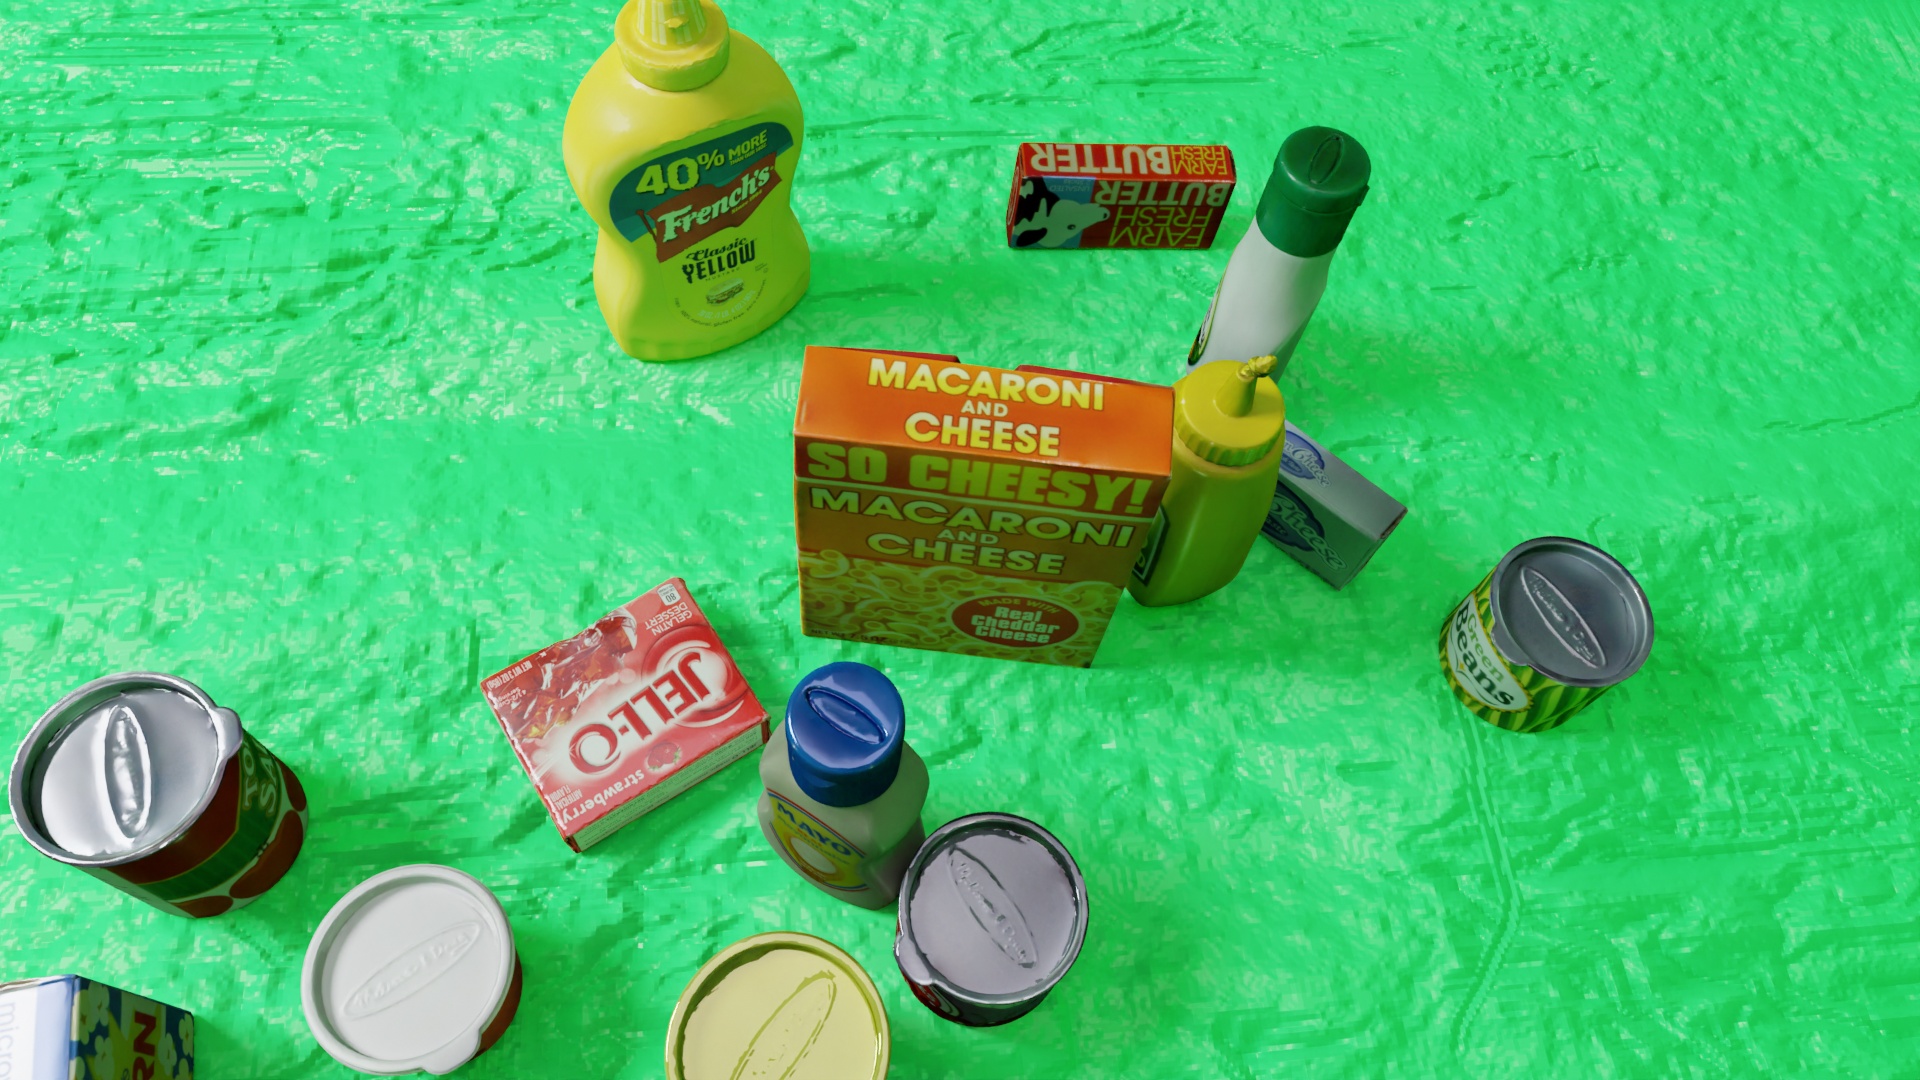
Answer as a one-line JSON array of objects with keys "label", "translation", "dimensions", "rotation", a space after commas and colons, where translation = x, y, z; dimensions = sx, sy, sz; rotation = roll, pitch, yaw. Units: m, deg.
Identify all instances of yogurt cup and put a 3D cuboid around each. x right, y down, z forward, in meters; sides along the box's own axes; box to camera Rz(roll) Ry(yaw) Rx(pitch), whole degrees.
[{"label": "yogurt cup", "translation": [-0.185, 0.152, 0.481], "dimensions": [0.072, 0.053, 0.072], "rotation": [2, 63, -4]}]

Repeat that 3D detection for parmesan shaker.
[{"label": "parmesan shaker", "translation": [-0.056, 0.173, 0.454], "dimensions": [0.071, 0.102, 0.071], "rotation": [2, 63, -4]}]

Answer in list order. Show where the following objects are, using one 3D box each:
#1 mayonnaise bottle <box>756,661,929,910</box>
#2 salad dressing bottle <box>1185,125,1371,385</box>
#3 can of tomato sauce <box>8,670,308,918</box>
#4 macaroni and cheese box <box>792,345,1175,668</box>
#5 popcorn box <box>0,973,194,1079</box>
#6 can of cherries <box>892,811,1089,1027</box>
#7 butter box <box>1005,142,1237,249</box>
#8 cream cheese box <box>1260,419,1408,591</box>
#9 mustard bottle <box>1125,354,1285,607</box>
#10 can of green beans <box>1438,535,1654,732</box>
[{"label": "mayonnaise bottle", "translation": [-0.041, 0.085, 0.476], "dimensions": [0.065, 0.147, 0.041], "rotation": [31, 65, 11]}, {"label": "salad dressing bottle", "translation": [0.135, -0.113, 0.595], "dimensions": [0.044, 0.147, 0.064], "rotation": [27, 64, 9]}, {"label": "can of tomato sauce", "translation": [-0.275, 0.090, 0.488], "dimensions": [0.071, 0.082, 0.071], "rotation": [2, 63, -4]}, {"label": "macaroni and cheese box", "translation": [0.002, -0.006, 0.517], "dimensions": [0.124, 0.165, 0.040], "rotation": [6, 63, -2]}, {"label": "popcorn box", "translation": [-0.273, 0.206, 0.427], "dimensions": [0.038, 0.085, 0.127], "rotation": [-10, 64, -10]}, {"label": "can of cherries", "translation": [0.007, 0.139, 0.503], "dimensions": [0.071, 0.058, 0.072], "rotation": [2, 63, -4]}, {"label": "butter box", "translation": [0.076, -0.165, 0.670], "dimensions": [0.103, 0.053, 0.024], "rotation": [-1, 63, -6]}, {"label": "cream cheese box", "translation": [0.137, -0.026, 0.603], "dimensions": [0.104, 0.053, 0.024], "rotation": [39, 66, 14]}, {"label": "mustard bottle", "translation": [0.093, -0.028, 0.540], "dimensions": [0.049, 0.159, 0.065], "rotation": [-15, 65, -12]}, {"label": "can of green beans", "translation": [0.240, 0.040, 0.576], "dimensions": [0.071, 0.057, 0.071], "rotation": [2, 63, -4]}]
